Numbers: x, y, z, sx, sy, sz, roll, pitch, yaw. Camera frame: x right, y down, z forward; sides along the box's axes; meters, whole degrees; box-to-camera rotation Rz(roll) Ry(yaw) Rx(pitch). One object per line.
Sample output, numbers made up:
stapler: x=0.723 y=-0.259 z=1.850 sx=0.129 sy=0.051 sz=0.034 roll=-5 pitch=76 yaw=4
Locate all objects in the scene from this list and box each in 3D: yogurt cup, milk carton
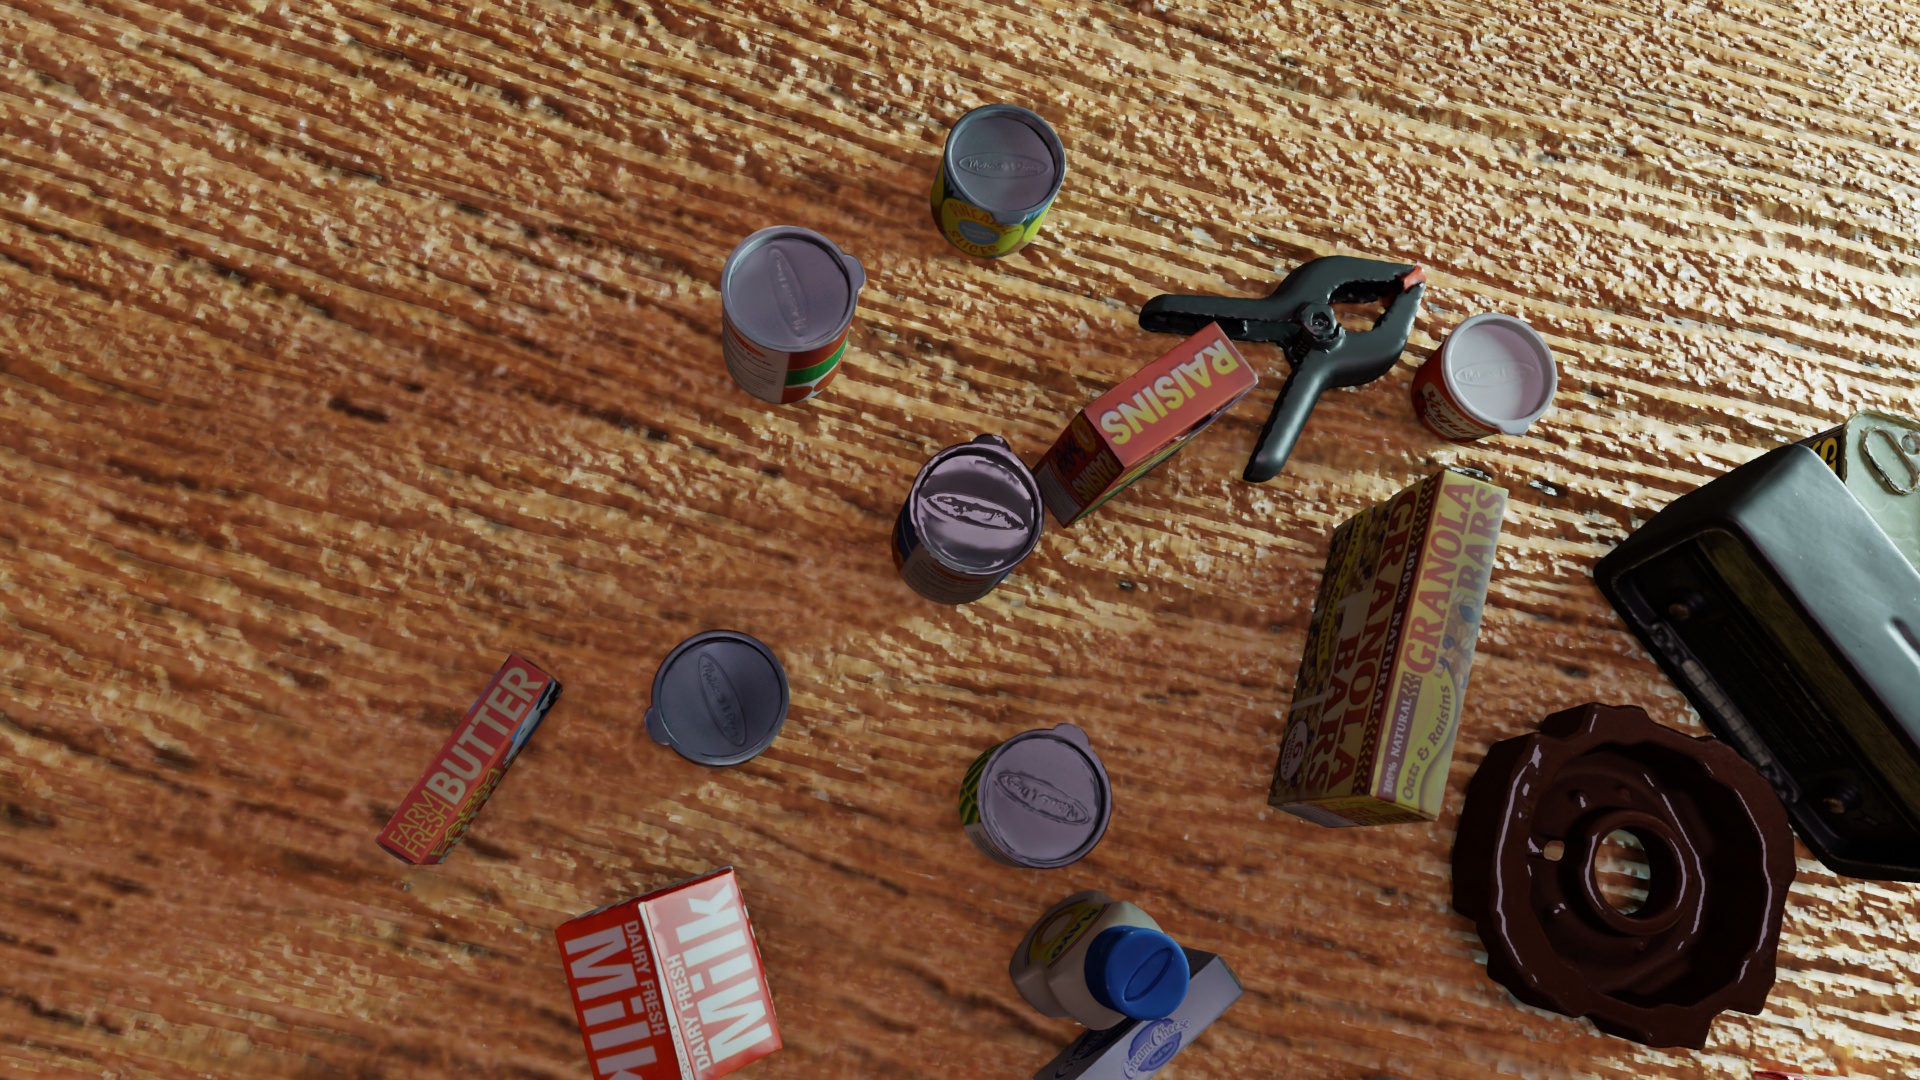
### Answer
yogurt cup: x=0.293 y=-0.089 z=0.789 sx=0.072 sy=0.053 sz=0.072 roll=2 pitch=76 yaw=-9
milk carton: x=-0.120 y=0.182 z=0.581 sx=0.073 sy=0.190 sz=0.072 roll=-16 pitch=80 yaw=-13

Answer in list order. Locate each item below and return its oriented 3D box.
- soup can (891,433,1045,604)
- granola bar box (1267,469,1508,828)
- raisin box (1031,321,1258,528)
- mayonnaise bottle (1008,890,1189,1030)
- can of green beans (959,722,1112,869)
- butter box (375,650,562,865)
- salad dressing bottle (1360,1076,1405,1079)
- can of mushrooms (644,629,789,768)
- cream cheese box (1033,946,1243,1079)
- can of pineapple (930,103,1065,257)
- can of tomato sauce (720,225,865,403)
soup can: x=0.003 y=-0.009 z=0.704 sx=0.071 sy=0.083 sz=0.071 roll=2 pitch=77 yaw=-9
granola bar box: x=0.212 y=0.058 z=0.703 sx=0.039 sy=0.124 sz=0.166 roll=20 pitch=74 yaw=-5
raisin box: x=0.089 y=-0.055 z=0.709 sx=0.086 sy=0.123 sz=0.040 roll=-33 pitch=85 yaw=-15
mayonnaise bottle: x=0.064 y=0.191 z=0.632 sx=0.065 sy=0.147 sz=0.041 roll=-43 pitch=87 yaw=-16
can of green beans: x=0.036 y=0.129 z=0.690 sx=0.071 sy=0.057 sz=0.071 roll=2 pitch=76 yaw=-9
butter box: x=-0.228 y=0.103 z=0.653 sx=0.024 sy=0.053 sz=0.104 roll=33 pitch=74 yaw=-1
salad dressing bottle: x=0.213 y=0.285 z=0.636 sx=0.044 sy=0.147 sz=0.064 roll=33 pitch=74 yaw=-1
can of mushrooms: x=-0.121 y=0.080 z=0.687 sx=0.071 sy=0.033 sz=0.071 roll=2 pitch=76 yaw=-9
cream cheese box: x=0.085 y=0.240 z=0.673 sx=0.104 sy=0.053 sz=0.024 roll=-36 pitch=85 yaw=-16
can of pineapple: x=0.019 y=-0.195 z=0.765 sx=0.071 sy=0.057 sz=0.071 roll=2 pitch=76 yaw=-9
can of tomato sauce: x=-0.088 y=-0.115 z=0.714 sx=0.071 sy=0.083 sz=0.071 roll=2 pitch=77 yaw=-9
